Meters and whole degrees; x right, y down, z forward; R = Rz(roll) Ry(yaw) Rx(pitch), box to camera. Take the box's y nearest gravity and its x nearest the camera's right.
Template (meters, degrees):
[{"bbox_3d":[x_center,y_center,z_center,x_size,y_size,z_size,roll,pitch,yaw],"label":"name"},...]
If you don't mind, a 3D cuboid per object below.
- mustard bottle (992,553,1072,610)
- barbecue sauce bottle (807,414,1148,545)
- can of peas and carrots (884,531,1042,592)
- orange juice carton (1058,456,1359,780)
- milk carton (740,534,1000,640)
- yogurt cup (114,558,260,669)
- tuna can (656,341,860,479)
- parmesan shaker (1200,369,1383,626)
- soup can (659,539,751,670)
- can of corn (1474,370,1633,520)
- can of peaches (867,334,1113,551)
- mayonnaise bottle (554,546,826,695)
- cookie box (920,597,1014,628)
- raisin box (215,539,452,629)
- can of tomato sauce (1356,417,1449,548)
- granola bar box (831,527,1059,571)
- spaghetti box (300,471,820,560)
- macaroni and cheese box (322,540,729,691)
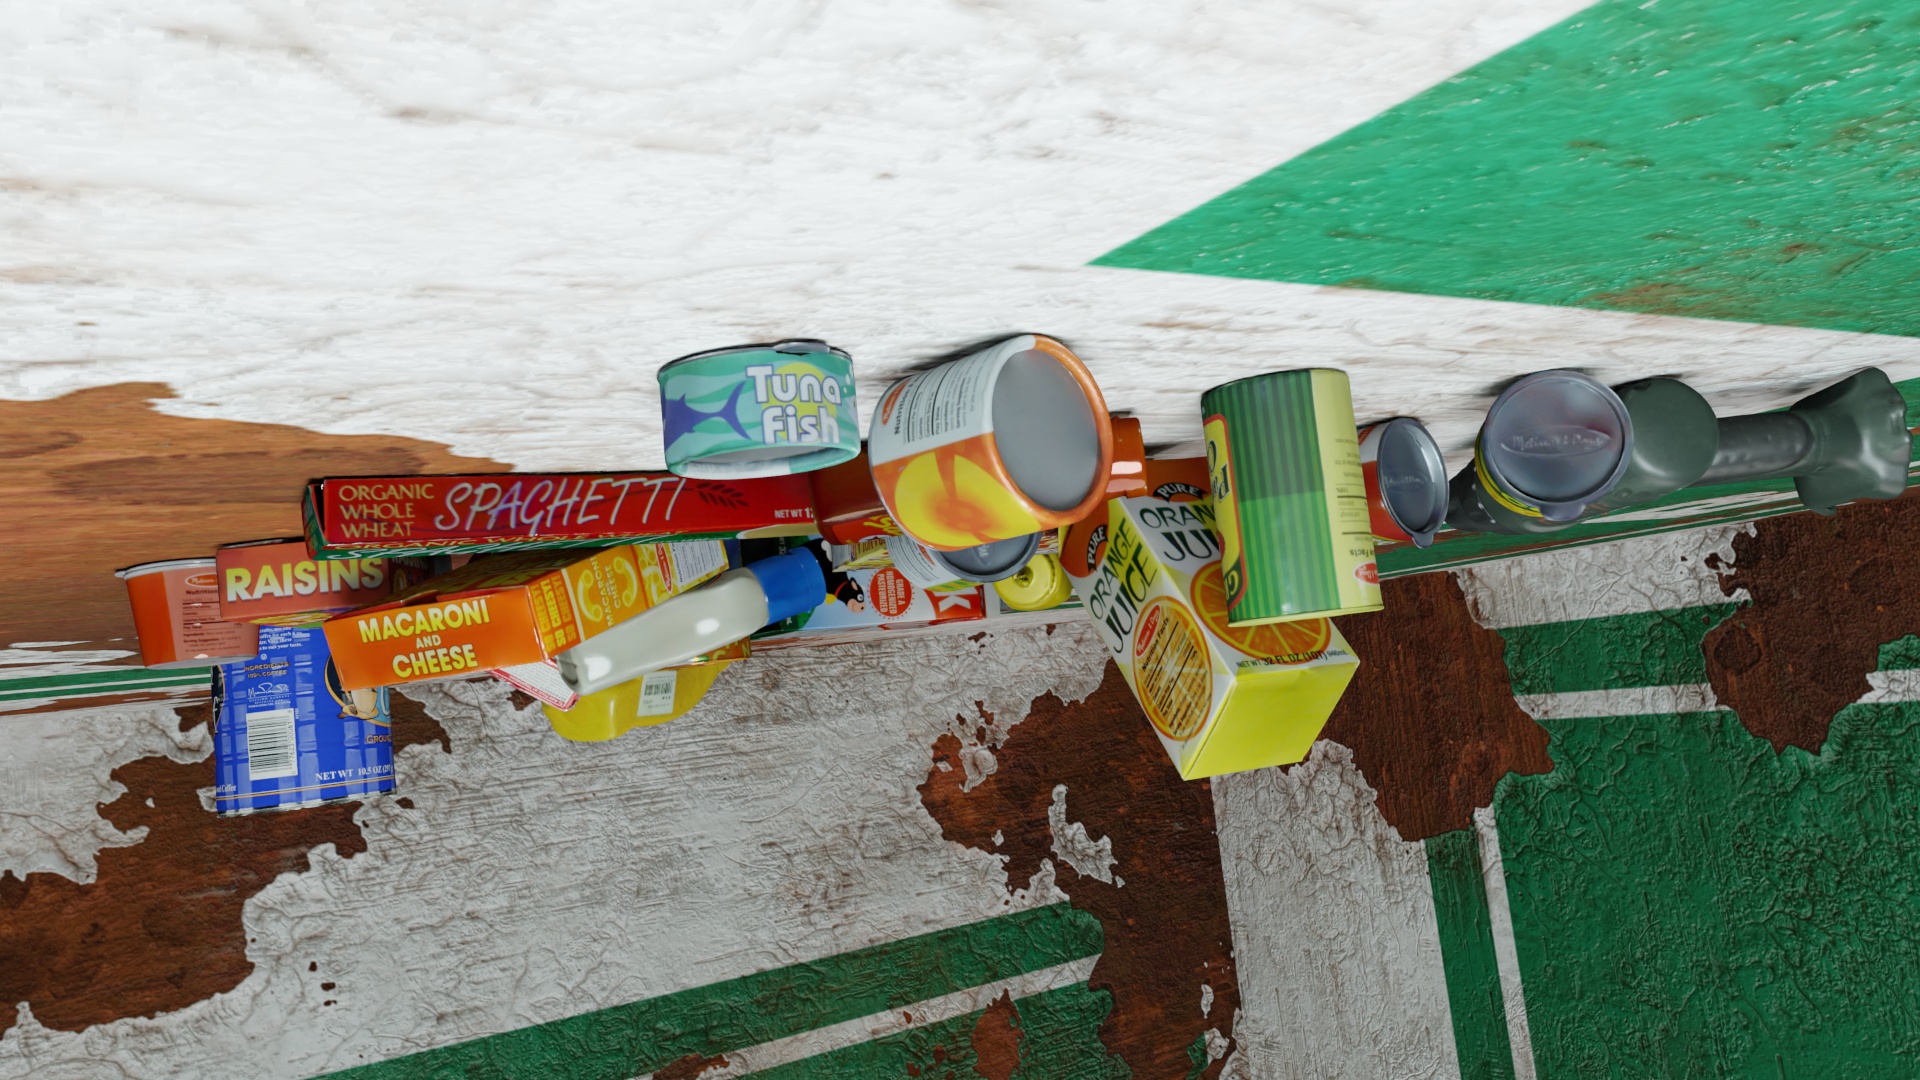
[{"bbox_3d":[0.048,0.018,0.946,0.049,0.065,0.160,-6,-178,10],"label":"mustard bottle"},{"bbox_3d":[0.009,-0.029,0.631,0.148,0.043,0.065,-8,173,6],"label":"barbecue sauce bottle"},{"bbox_3d":[0.003,-0.009,0.709,0.071,0.071,0.058,-4,174,-22],"label":"can of peas and carrots"},{"bbox_3d":[0.110,0.020,0.701,0.072,0.193,0.072,-4,134,-24],"label":"orange juice carton"},{"bbox_3d":[-0.053,0.022,0.910,0.191,0.072,0.073,-1,172,-35],"label":"milk carton"},{"bbox_3d":[-0.416,0.040,0.758,0.072,0.054,0.072,-7,174,-1],"label":"yogurt cup"},{"bbox_3d":[-0.066,-0.042,0.465,0.071,0.033,0.071,-7,174,-1],"label":"tuna can"},{"bbox_3d":[0.144,-0.017,0.609,0.071,0.103,0.071,-6,173,-1],"label":"parmesan shaker"},{"bbox_3d":[-0.160,0.033,0.836,0.071,0.084,0.071,-7,174,-1],"label":"soup can"},{"bbox_3d":[0.287,-0.043,0.678,0.071,0.071,0.058,-9,174,16],"label":"can of corn"},{"bbox_3d":[0.013,-0.032,0.484,0.071,0.071,0.058,-1,170,-45],"label":"can of peaches"},{"bbox_3d":[-0.148,0.042,0.769,0.148,0.041,0.064,-20,-172,-27],"label":"mayonnaise bottle"},{"bbox_3d":[-0.064,0.046,1.024,0.168,0.040,0.122,-1,172,-36],"label":"cookie box"},{"bbox_3d":[-0.335,0.023,0.757,0.086,0.040,0.123,-5,175,-6],"label":"raisin box"},{"bbox_3d":[0.217,-0.025,0.771,0.071,0.071,0.083,-1,172,-40],"label":"can of tomato sauce"},{"bbox_3d":[0.018,-0.013,0.815,0.166,0.039,0.124,-4,174,-20],"label":"granola bar box"},{"bbox_3d":[-0.167,-0.014,0.644,0.251,0.028,0.050,-3,173,-32],"label":"spaghetti box"},{"bbox_3d":[-0.215,0.026,0.710,0.123,0.040,0.167,-9,-170,22],"label":"macaroni and cheese box"}]
